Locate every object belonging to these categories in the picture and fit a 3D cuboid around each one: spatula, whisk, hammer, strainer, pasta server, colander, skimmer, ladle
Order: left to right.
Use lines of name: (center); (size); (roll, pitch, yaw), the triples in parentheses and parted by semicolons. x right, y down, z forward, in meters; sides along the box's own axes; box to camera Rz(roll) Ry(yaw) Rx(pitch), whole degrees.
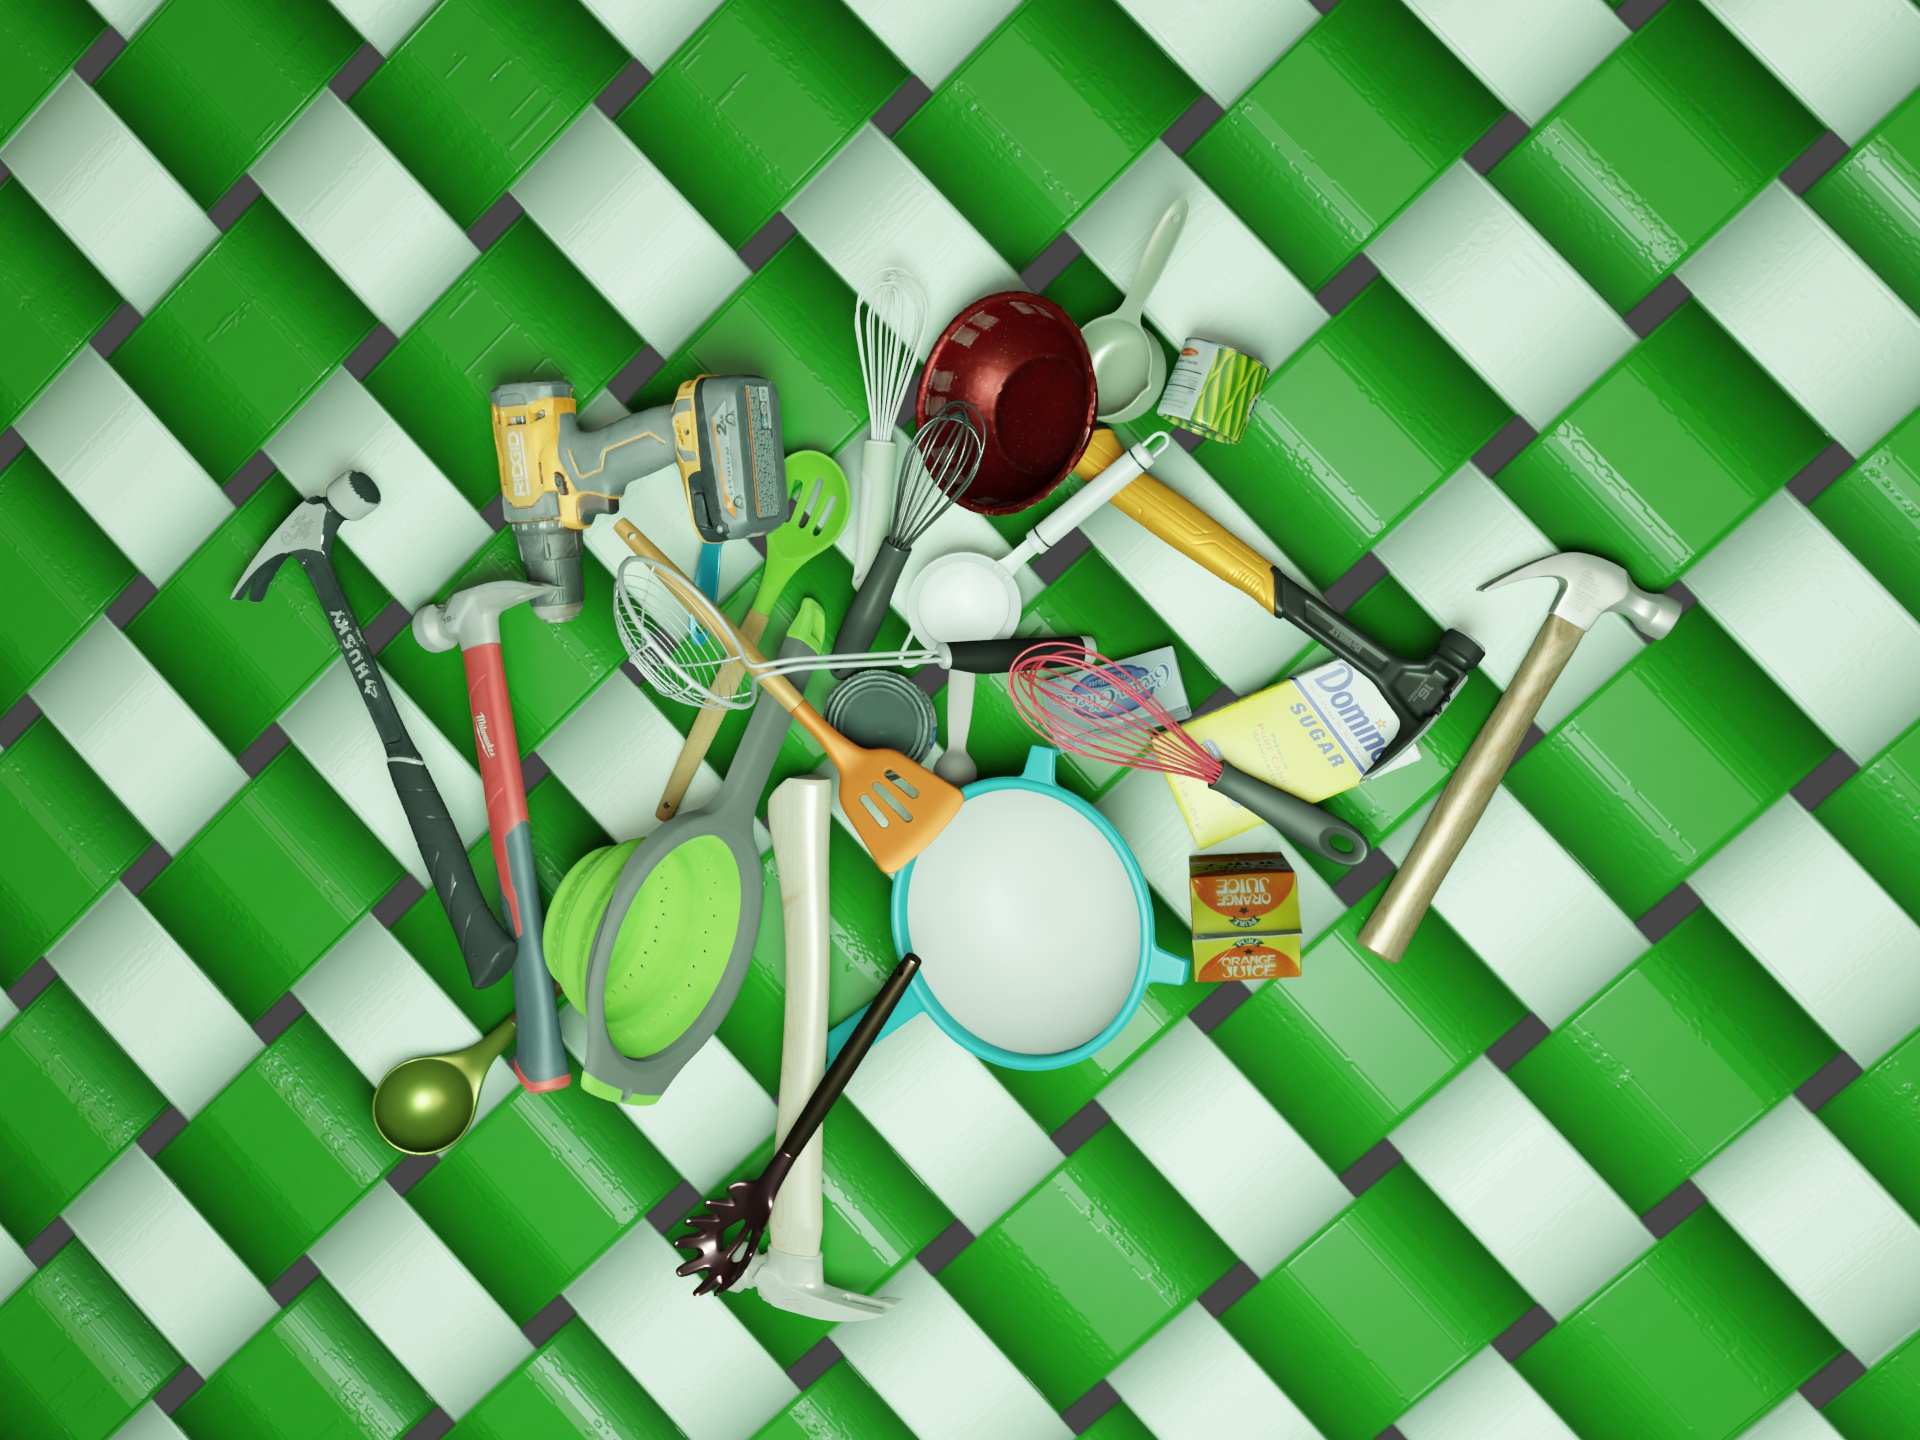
hammer: (-0.440, 0.017, 1.224); (0.149, 0.036, 0.409); (-31, 78, 18)
hammer: (-0.332, 0.088, 1.212); (0.143, 0.038, 0.386); (-12, 86, 33)
ladle: (-0.335, 0.222, 1.253); (0.320, 0.062, 0.078); (-43, 88, 4)
colander: (-0.211, 0.082, 1.195); (0.094, 0.204, 0.397); (16, 76, 24)
spatula: (-0.134, -0.028, 1.149); (0.081, 0.041, 0.322); (-44, 92, -4)
pasta server: (-0.117, 0.298, 1.171); (0.060, 0.040, 0.316); (41, 108, 28)
hammer: (-0.110, 0.247, 1.204); (0.146, 0.038, 0.410); (4, 96, 26)
skimmer: (-0.062, -0.064, 1.117); (0.363, 0.127, 0.090); (-3, 135, -22)
whisk: (-0.060, -0.218, 1.204); (0.059, 0.058, 0.246); (2, 98, -27)
whisk: (-0.044, -0.127, 1.174); (0.055, 0.055, 0.239); (30, 116, 5)
strainer: (0.016, 0.178, 1.199); (0.340, 0.095, 0.211); (-39, 75, 28)
strainer: (0.053, -0.128, 1.176); (0.258, 0.050, 0.086); (-38, 111, 19)
whisk: (0.165, 0.029, 1.132); (0.295, 0.073, 0.073); (28, 96, -7)
hammer: (0.205, -0.101, 1.155); (0.337, 0.034, 0.127); (39, 89, 13)
hammer: (0.384, 0.028, 1.166); (0.130, 0.031, 0.331); (29, 96, 5)

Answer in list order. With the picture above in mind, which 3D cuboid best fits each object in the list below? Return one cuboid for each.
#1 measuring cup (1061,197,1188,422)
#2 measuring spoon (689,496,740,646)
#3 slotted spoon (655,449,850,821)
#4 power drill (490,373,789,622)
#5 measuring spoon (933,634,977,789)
measuring cup: (0.134, -0.297, 1.164); (0.083, 0.038, 0.167); (32, 103, 31)
measuring spoon: (-0.192, -0.121, 1.242); (0.042, 0.021, 0.128); (15, 103, 15)
slotted spoon: (-0.168, -0.062, 1.234); (0.070, 0.031, 0.314); (27, 97, 5)
power drill: (-0.247, -0.169, 1.200); (0.226, 0.084, 0.185); (0, 100, 21)
measuring spoon: (-0.002, -0.004, 1.219); (0.034, 0.018, 0.124); (4, 92, 7)
